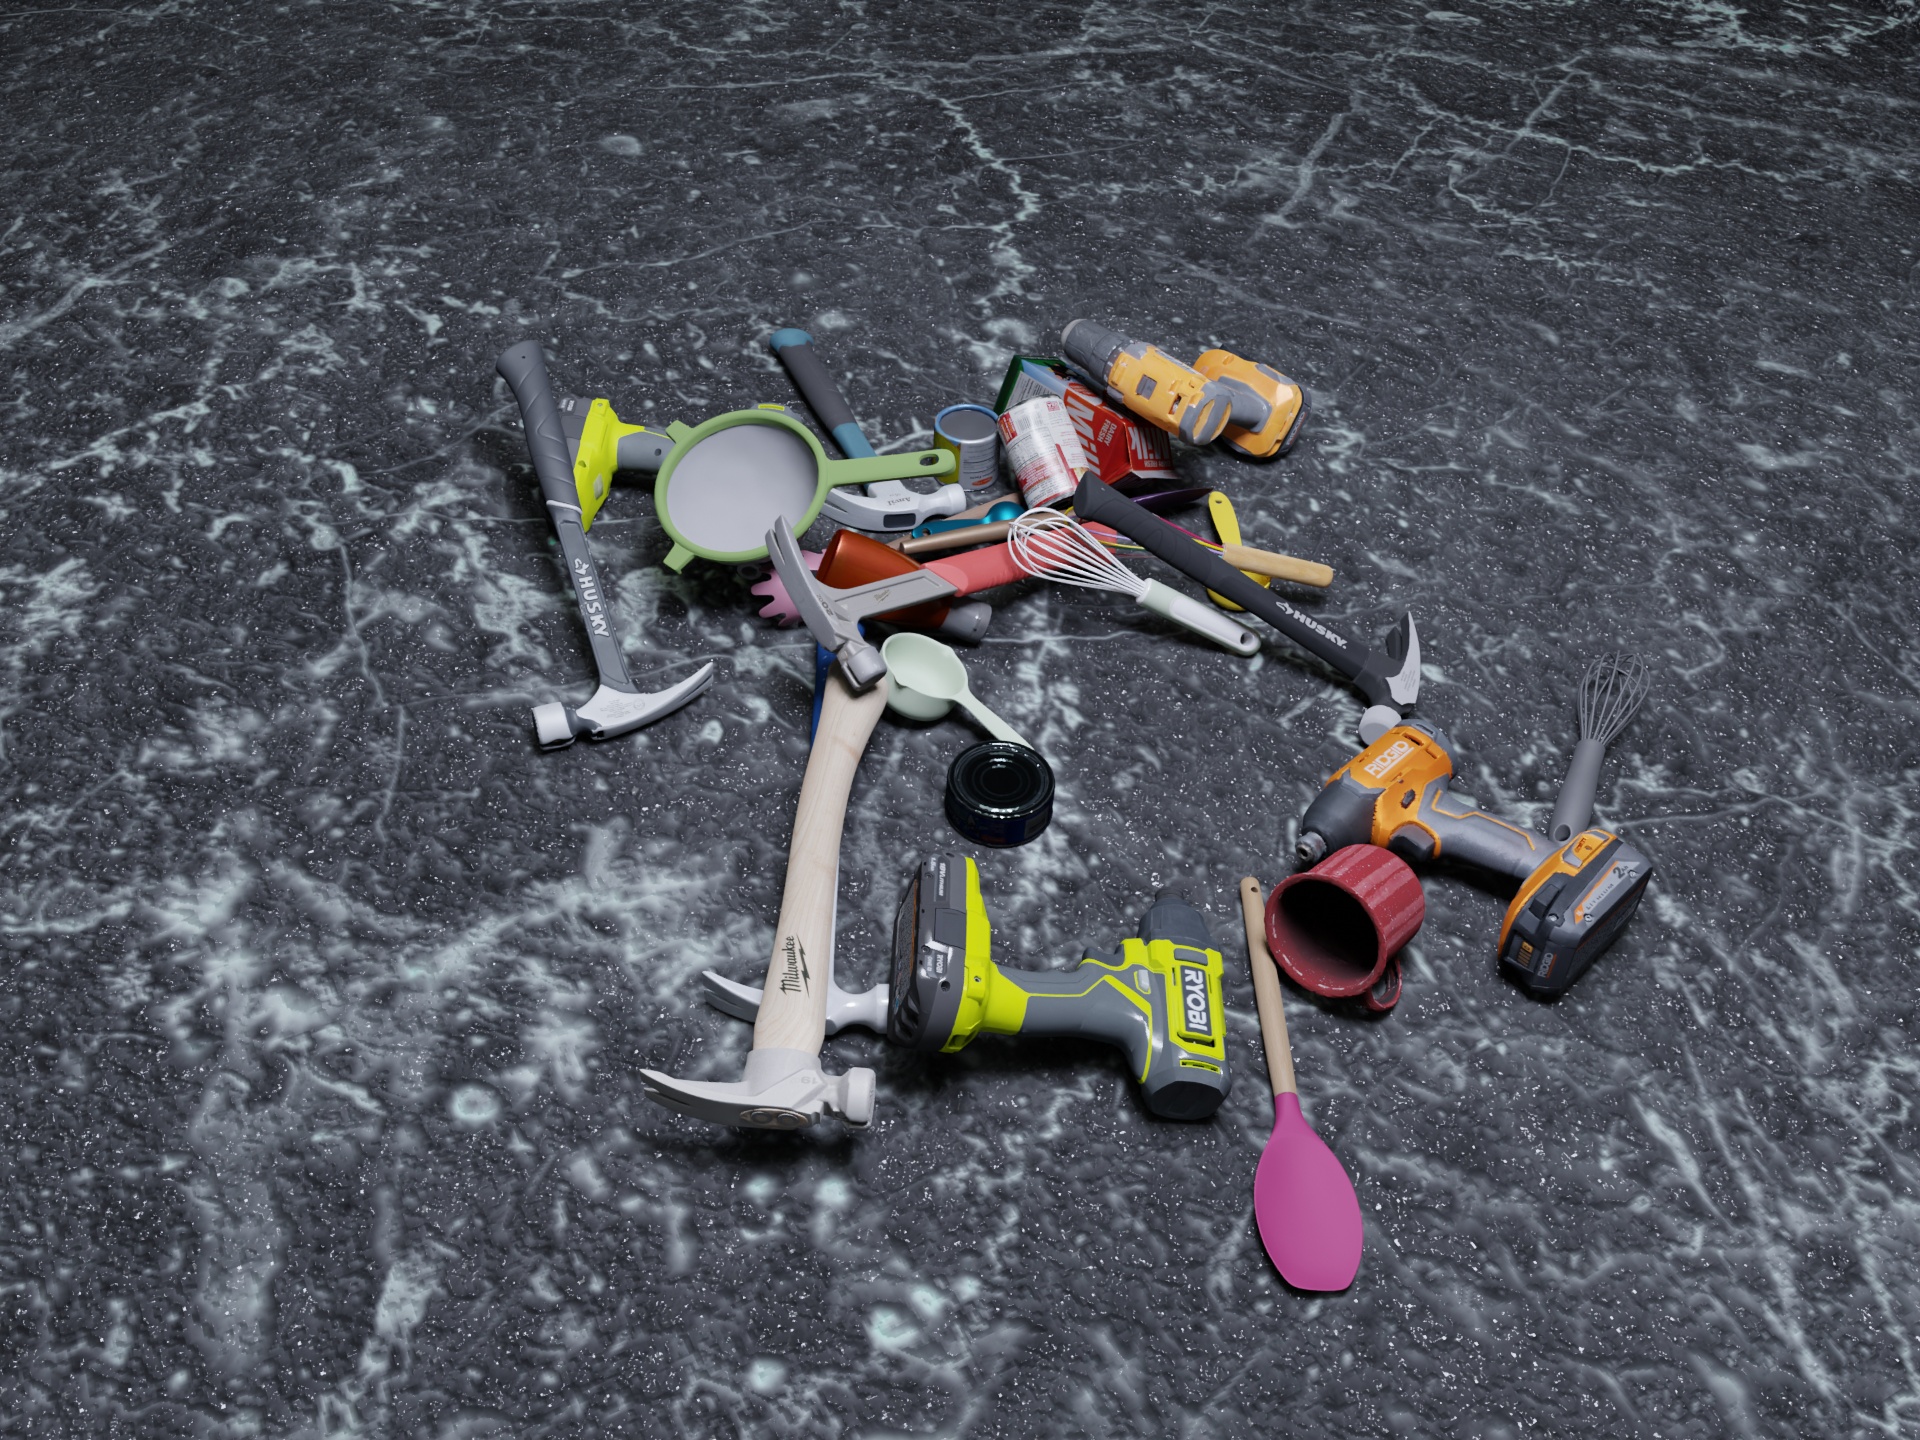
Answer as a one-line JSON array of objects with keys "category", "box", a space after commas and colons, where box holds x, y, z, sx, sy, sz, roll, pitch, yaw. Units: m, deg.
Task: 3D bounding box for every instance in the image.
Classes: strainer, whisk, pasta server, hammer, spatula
[{"category": "strainer", "box": [-0.129, -0.193, 1.363, 0.256, 0.069, 0.152, -6, 64, 3]}, {"category": "whisk", "box": [0.150, -0.114, 1.357, 0.246, 0.058, 0.059, 25, -1, -11]}, {"category": "whisk", "box": [0.515, 0.025, 1.292, 0.055, 0.055, 0.239, 21, 52, 16]}, {"category": "pasta server", "box": [-0.049, -0.159, 1.437, 0.316, 0.060, 0.040, -27, 14, -35]}, {"category": "hammer", "box": [0.241, -0.113, 1.346, 0.335, 0.035, 0.146, 32, 47, 1]}, {"category": "hammer", "box": [-0.328, -0.166, 1.355, 0.149, 0.036, 0.409, -13, 63, -16]}, {"category": "hammer", "box": [-0.107, 0.063, 1.215, 0.144, 0.035, 0.406, 2, 45, -3]}, {"category": "spatula", "box": [0.092, -0.185, 1.457, 0.316, 0.060, 0.018, -13, 85, -20]}, {"category": "hammer", "box": [0.004, -0.132, 1.341, 0.359, 0.036, 0.149, -20, 75, -43]}, {"category": "whisk", "box": [0.210, -0.152, 1.396, 0.245, 0.047, 0.051, 12, 30, -5]}, {"category": "hammer", "box": [-0.113, 0.101, 1.127, 0.146, 0.038, 0.411, 4, 44, 2]}, {"category": "hammer", "box": [-0.117, -0.294, 1.574, 0.128, 0.033, 0.331, -14, 48, -19]}]

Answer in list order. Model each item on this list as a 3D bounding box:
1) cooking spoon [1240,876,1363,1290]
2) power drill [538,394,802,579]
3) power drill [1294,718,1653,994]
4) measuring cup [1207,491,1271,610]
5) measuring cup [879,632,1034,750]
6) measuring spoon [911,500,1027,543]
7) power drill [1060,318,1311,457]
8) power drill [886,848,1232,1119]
[{"category": "cooking spoon", "box": [0.217, 0.234, 1.080, 0.068, 0.017, 0.319, 5, 45, -5]}, {"category": "power drill", "box": [-0.262, -0.215, 1.454, 0.228, 0.080, 0.191, 5, 54, -2]}, {"category": "power drill", "box": [0.370, 0.101, 1.182, 0.164, 0.084, 0.227, -32, 51, -30]}, {"category": "measuring cup", "box": [0.247, -0.157, 1.467, 0.062, 0.029, 0.157, 0, 43, -4]}, {"category": "measuring cup", "box": [-0.002, -0.004, 1.295, 0.167, 0.038, 0.083, 41, 37, 9]}, {"category": "measuring spoon", "box": [0.012, -0.178, 1.446, 0.128, 0.021, 0.042, -12, 79, -35]}, {"category": "power drill", "box": [0.215, -0.324, 1.531, 0.185, 0.084, 0.226, 39, 27, 30]}, {"category": "power drill", "box": [0.069, 0.168, 1.076, 0.223, 0.080, 0.171, 13, 45, -11]}]
